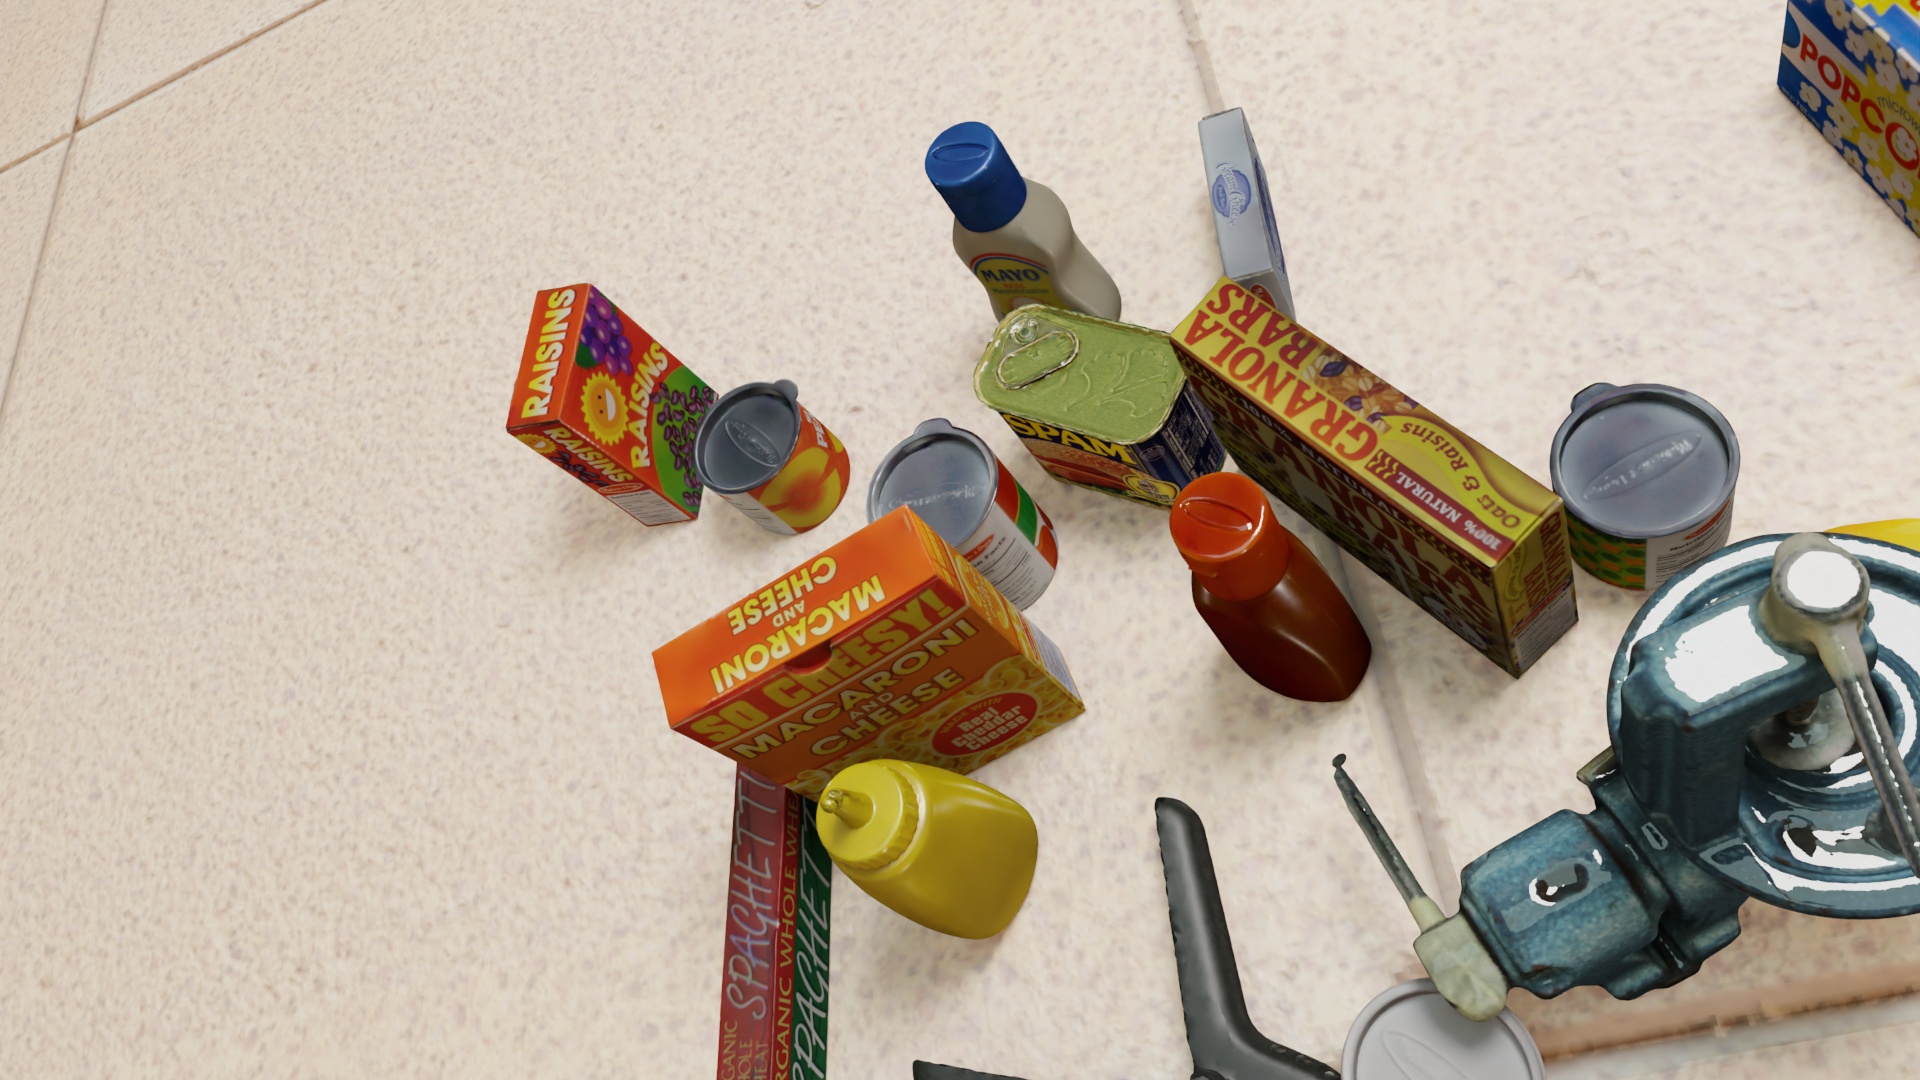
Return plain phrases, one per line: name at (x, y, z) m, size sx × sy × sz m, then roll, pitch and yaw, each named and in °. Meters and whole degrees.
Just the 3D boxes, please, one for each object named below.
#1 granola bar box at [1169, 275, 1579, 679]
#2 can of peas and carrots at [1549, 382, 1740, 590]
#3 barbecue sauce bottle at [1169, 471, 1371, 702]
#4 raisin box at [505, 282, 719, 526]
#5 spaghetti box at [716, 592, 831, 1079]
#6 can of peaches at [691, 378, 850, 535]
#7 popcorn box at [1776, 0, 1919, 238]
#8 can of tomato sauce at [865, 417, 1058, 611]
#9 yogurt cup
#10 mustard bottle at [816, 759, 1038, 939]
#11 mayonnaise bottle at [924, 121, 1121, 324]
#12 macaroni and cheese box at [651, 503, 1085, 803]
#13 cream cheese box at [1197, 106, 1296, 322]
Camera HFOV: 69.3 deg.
granola bar box at (0.168, -0.024, 0.568) m, size 0.039 × 0.124 × 0.166 m, roll -46°, pitch 56°, yaw 0°
can of peas and carrots at (0.271, -0.022, 0.556) m, size 0.071 × 0.058 × 0.071 m, roll -11°, pitch 62°, yaw 21°
barbecue sauce bottle at (0.121, 0.021, 0.554) m, size 0.065 × 0.148 × 0.044 m, roll 21°, pitch 77°, yaw 32°
raisin box at (-0.188, -0.072, 0.764) m, size 0.040 × 0.123 × 0.086 m, roll -6°, pitch 64°, yaw 24°
spaghetti box at (-0.083, 0.146, 0.651) m, size 0.028 × 0.050 × 0.251 m, roll -12°, pitch 62°, yaw 21°
can of peaches at (-0.099, -0.045, 0.747) m, size 0.071 × 0.058 × 0.071 m, roll -11°, pitch 62°, yaw 21°
popcorn box at (0.387, -0.181, 0.561) m, size 0.038 × 0.085 × 0.127 m, roll -27°, pitch 57°, yaw 12°
can of tomato sauce at (0.002, -0.008, 0.665) m, size 0.071 × 0.083 × 0.071 m, roll -11°, pitch 62°, yaw 21°
yogurt cup at (0.176, 0.196, 0.499) m, size 0.072 × 0.054 × 0.072 m, roll -11°, pitch 62°, yaw 21°
mustard bottle at (-0.018, 0.120, 0.565) m, size 0.049 × 0.160 × 0.065 m, roll 13°, pitch 73°, yaw 30°
mayonnaise bottle at (0.029, -0.144, 0.679) m, size 0.065 × 0.147 × 0.041 m, roll 5°, pitch 69°, yaw 28°
macaroni and cheese box at (-0.032, 0.062, 0.597) m, size 0.123 × 0.166 × 0.040 m, roll -30°, pitch 57°, yaw 10°
cream cheese box at (0.142, -0.157, 0.688) m, size 0.024 × 0.053 × 0.104 m, roll -14°, pitch 61°, yaw 20°
